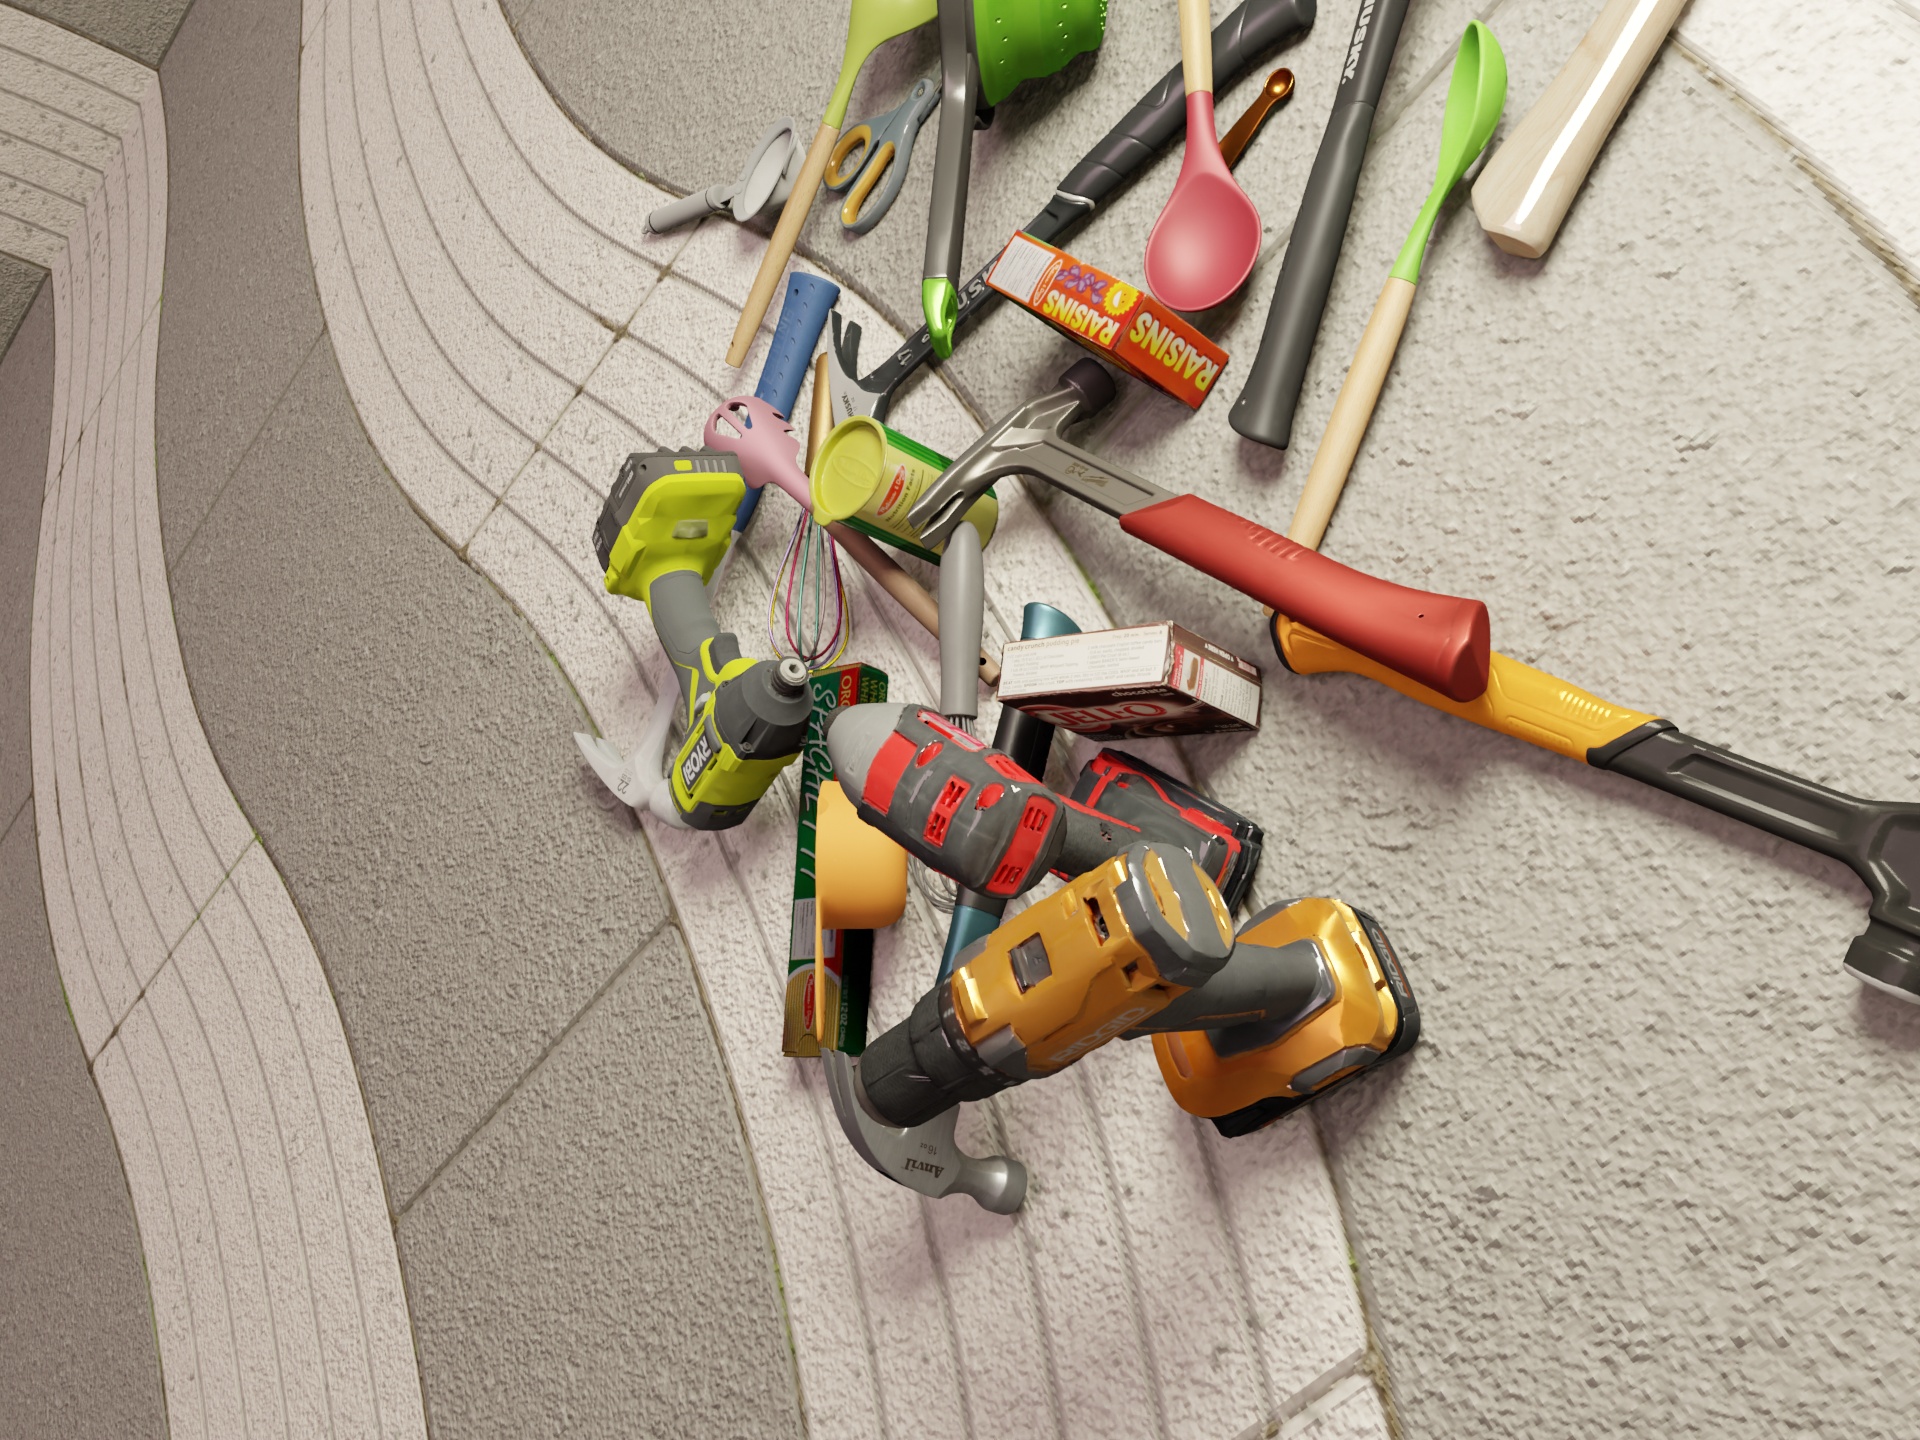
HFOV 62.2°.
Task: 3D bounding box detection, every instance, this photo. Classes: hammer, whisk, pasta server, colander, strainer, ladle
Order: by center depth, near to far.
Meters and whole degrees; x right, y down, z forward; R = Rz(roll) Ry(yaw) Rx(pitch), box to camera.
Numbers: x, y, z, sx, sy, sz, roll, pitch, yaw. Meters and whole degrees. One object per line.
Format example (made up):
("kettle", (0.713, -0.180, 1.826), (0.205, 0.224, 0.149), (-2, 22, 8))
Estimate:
("hammer", (0.277, -0.006, 0.702), (0.337, 0.034, 0.127), (27, 97, 44))
("hammer", (0.369, -0.409, 0.744), (0.146, 0.038, 0.410), (35, 102, 42))
("hammer", (0.119, -0.090, 0.823), (0.149, 0.036, 0.359), (-43, 43, -9))
("hammer", (0.206, -0.307, 0.840), (0.146, 0.035, 0.335), (-156, 81, -70))
("hammer", (0.014, 0.093, 0.880), (0.033, 0.128, 0.331), (-14, 58, 62))
("ladle", (0.134, -0.383, 0.914), (0.069, 0.031, 0.315), (-5, 83, 25))
("whisk", (-0.001, -0.003, 0.940), (0.055, 0.055, 0.239), (-8, 76, 41))
("colander", (0.038, -0.401, 0.972), (0.094, 0.204, 0.397), (2, 72, 8))
("hammer", (0.057, -0.319, 1.008), (0.409, 0.036, 0.149), (-38, 53, 28))
("pasta server", (-0.074, -0.122, 1.039), (0.060, 0.040, 0.316), (-44, 63, -2))
("whisk", (-0.095, -0.145, 1.096), (0.047, 0.051, 0.245), (-5, 68, 20))
("ladle", (-0.095, -0.402, 1.156), (0.078, 0.062, 0.320), (45, 115, 45))
("hammer", (-0.178, -0.131, 1.165), (0.144, 0.035, 0.405), (20, 91, 44))
("strainer", (-0.186, -0.417, 1.262), (0.258, 0.050, 0.087), (3, 73, 49))

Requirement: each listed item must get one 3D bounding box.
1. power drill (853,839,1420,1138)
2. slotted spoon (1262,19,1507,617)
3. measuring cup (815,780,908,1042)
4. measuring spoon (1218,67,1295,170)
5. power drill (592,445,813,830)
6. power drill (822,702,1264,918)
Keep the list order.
("power drill", (0.079, 0.134, 0.708), (0.185, 0.226, 0.084), (-38, 54, 29))
("slotted spoon", (0.218, -0.200, 0.819), (0.031, 0.070, 0.314), (20, 97, 1))
("measuring cup", (-0.056, 0.109, 0.907), (0.174, 0.052, 0.095), (-92, 2, -45))
("measuring spoon", (0.157, -0.330, 0.936), (0.117, 0.011, 0.021), (-51, 50, 23))
("power drill", (-0.163, -0.062, 1.037), (0.171, 0.080, 0.223), (-49, 56, 50))
("power drill", (0.036, 0.046, 0.780), (0.143, 0.219, 0.078), (31, 98, 44))
